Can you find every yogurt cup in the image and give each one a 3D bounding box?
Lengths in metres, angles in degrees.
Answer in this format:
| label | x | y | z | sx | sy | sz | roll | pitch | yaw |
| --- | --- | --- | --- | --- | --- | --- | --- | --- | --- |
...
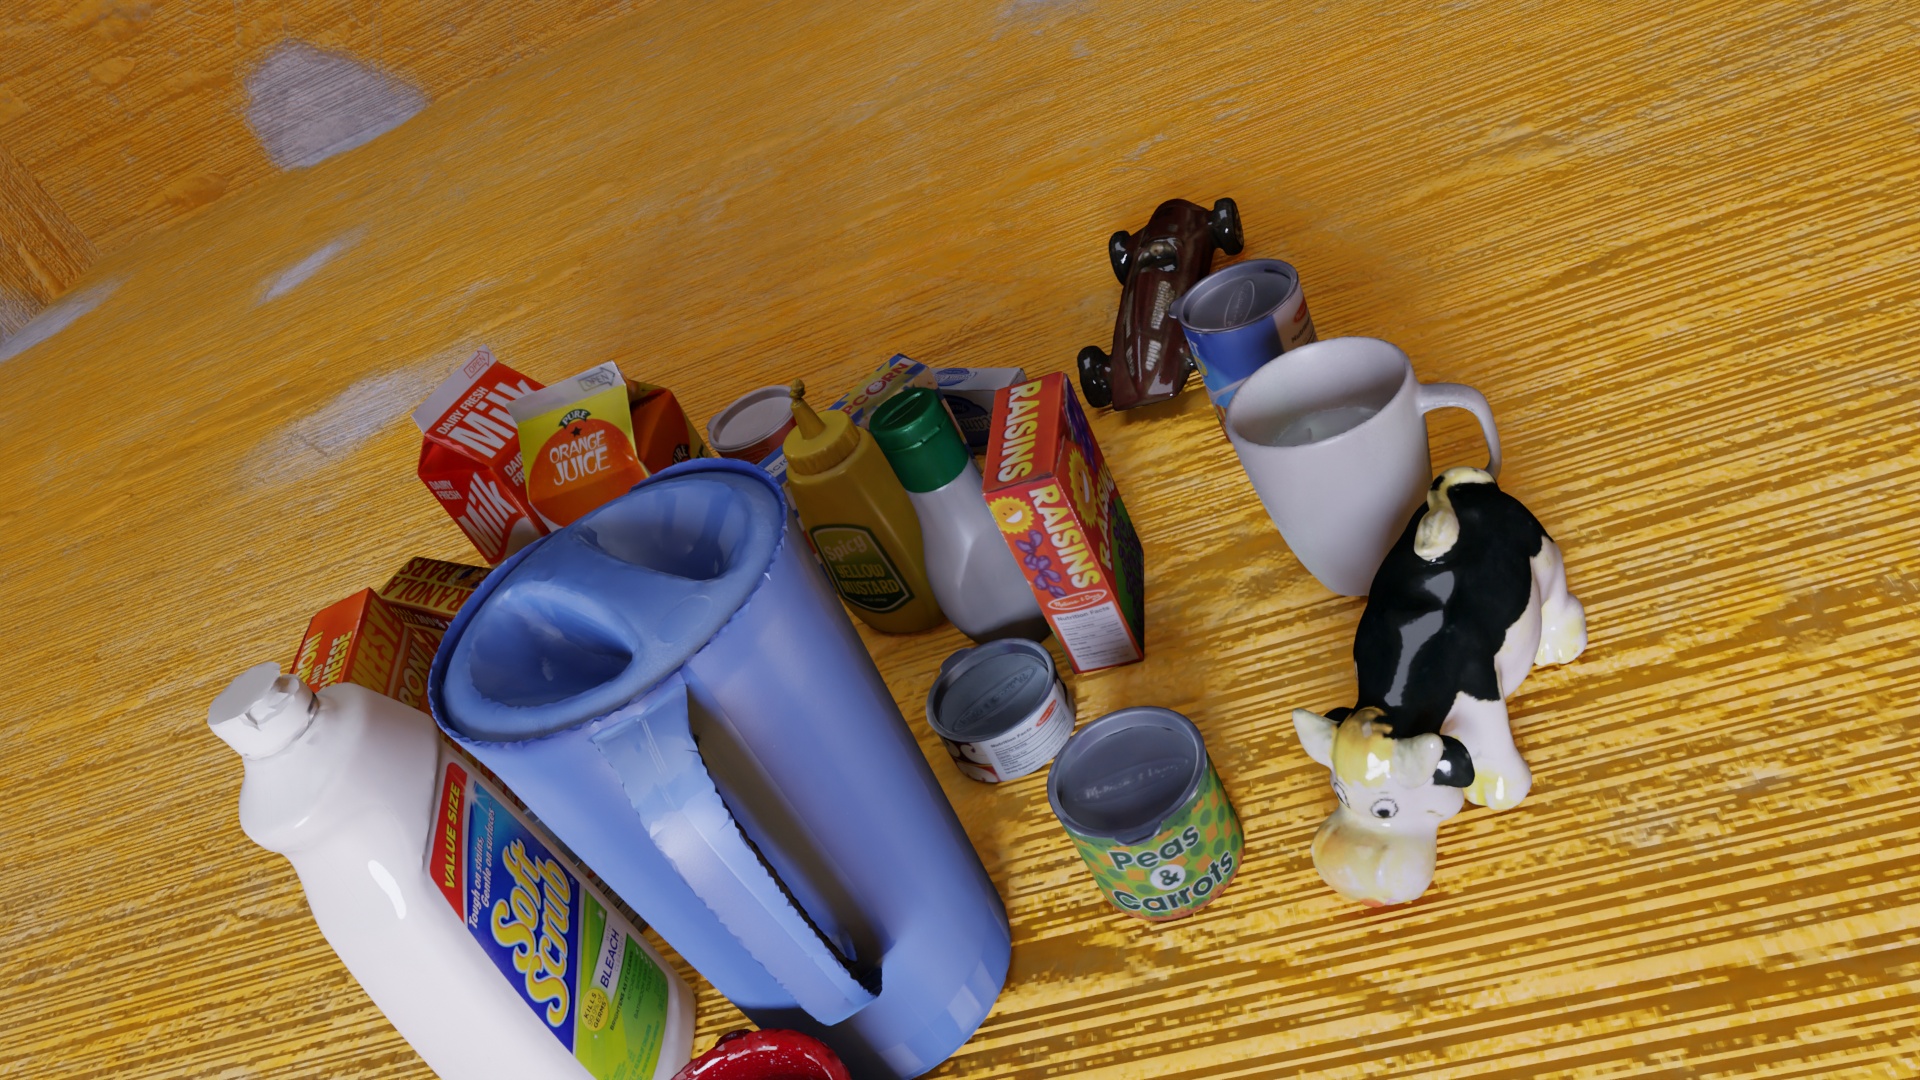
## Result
| label | x | y | z | sx | sy | sz | roll | pitch | yaw |
| --- | --- | --- | --- | --- | --- | --- | --- | --- | --- |
| yogurt cup | -0.129 | -0.064 | 0.941 | 0.072 | 0.053 | 0.073 | -19 | 35 | 14 |

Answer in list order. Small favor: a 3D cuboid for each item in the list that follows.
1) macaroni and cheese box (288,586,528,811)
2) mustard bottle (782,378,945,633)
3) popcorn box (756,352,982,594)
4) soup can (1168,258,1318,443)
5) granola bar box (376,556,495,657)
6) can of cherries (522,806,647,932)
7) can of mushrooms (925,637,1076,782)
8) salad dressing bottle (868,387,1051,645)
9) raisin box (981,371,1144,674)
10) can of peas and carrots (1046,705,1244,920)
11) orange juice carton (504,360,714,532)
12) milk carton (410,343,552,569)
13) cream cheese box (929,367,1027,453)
| label | x | y | z | sx | sy | sz | roll | pitch | yaw |
| --- | --- | --- | --- | --- | --- | --- | --- | --- | --- |
| macaroni and cheese box | -0.270 | 0.123 | 0.695 | 0.040 | 0.165 | 0.124 | -26 | 34 | 4 |
| mustard bottle | -0.056 | -0.019 | 0.736 | 0.065 | 0.159 | 0.049 | -4 | 41 | 32 |
| popcorn box | -0.057 | -0.040 | 0.830 | 0.127 | 0.085 | 0.038 | -41 | 36 | -18 |
| soup can | 0.160 | -0.100 | 0.758 | 0.071 | 0.083 | 0.072 | -19 | 35 | 14 |
| granola bar box | -0.239 | 0.071 | 0.779 | 0.165 | 0.123 | 0.039 | 5 | 47 | 40 |
| can of cherries | -0.191 | 0.165 | 0.681 | 0.071 | 0.058 | 0.072 | -19 | 35 | 14 |
| can of mushrooms | 0.019 | 0.080 | 0.667 | 0.071 | 0.033 | 0.071 | -19 | 35 | 14 |
| salad dressing bottle | 0.002 | -0.009 | 0.692 | 0.064 | 0.147 | 0.044 | -40 | 35 | -16 |
| raisin box | 0.053 | -0.008 | 0.677 | 0.040 | 0.123 | 0.086 | -15 | 36 | 20 |
| can of peas and carrots | 0.076 | 0.112 | 0.562 | 0.071 | 0.058 | 0.071 | -19 | 35 | 14 |
| orange juice carton | -0.174 | -0.014 | 0.783 | 0.072 | 0.192 | 0.073 | -17 | 36 | 17 |
| milk carton | -0.262 | -0.025 | 0.862 | 0.073 | 0.189 | 0.073 | -2 | 42 | 34 |
| cream cheese box | 0.003 | -0.081 | 0.871 | 0.104 | 0.053 | 0.024 | 6 | 47 | 40 |
